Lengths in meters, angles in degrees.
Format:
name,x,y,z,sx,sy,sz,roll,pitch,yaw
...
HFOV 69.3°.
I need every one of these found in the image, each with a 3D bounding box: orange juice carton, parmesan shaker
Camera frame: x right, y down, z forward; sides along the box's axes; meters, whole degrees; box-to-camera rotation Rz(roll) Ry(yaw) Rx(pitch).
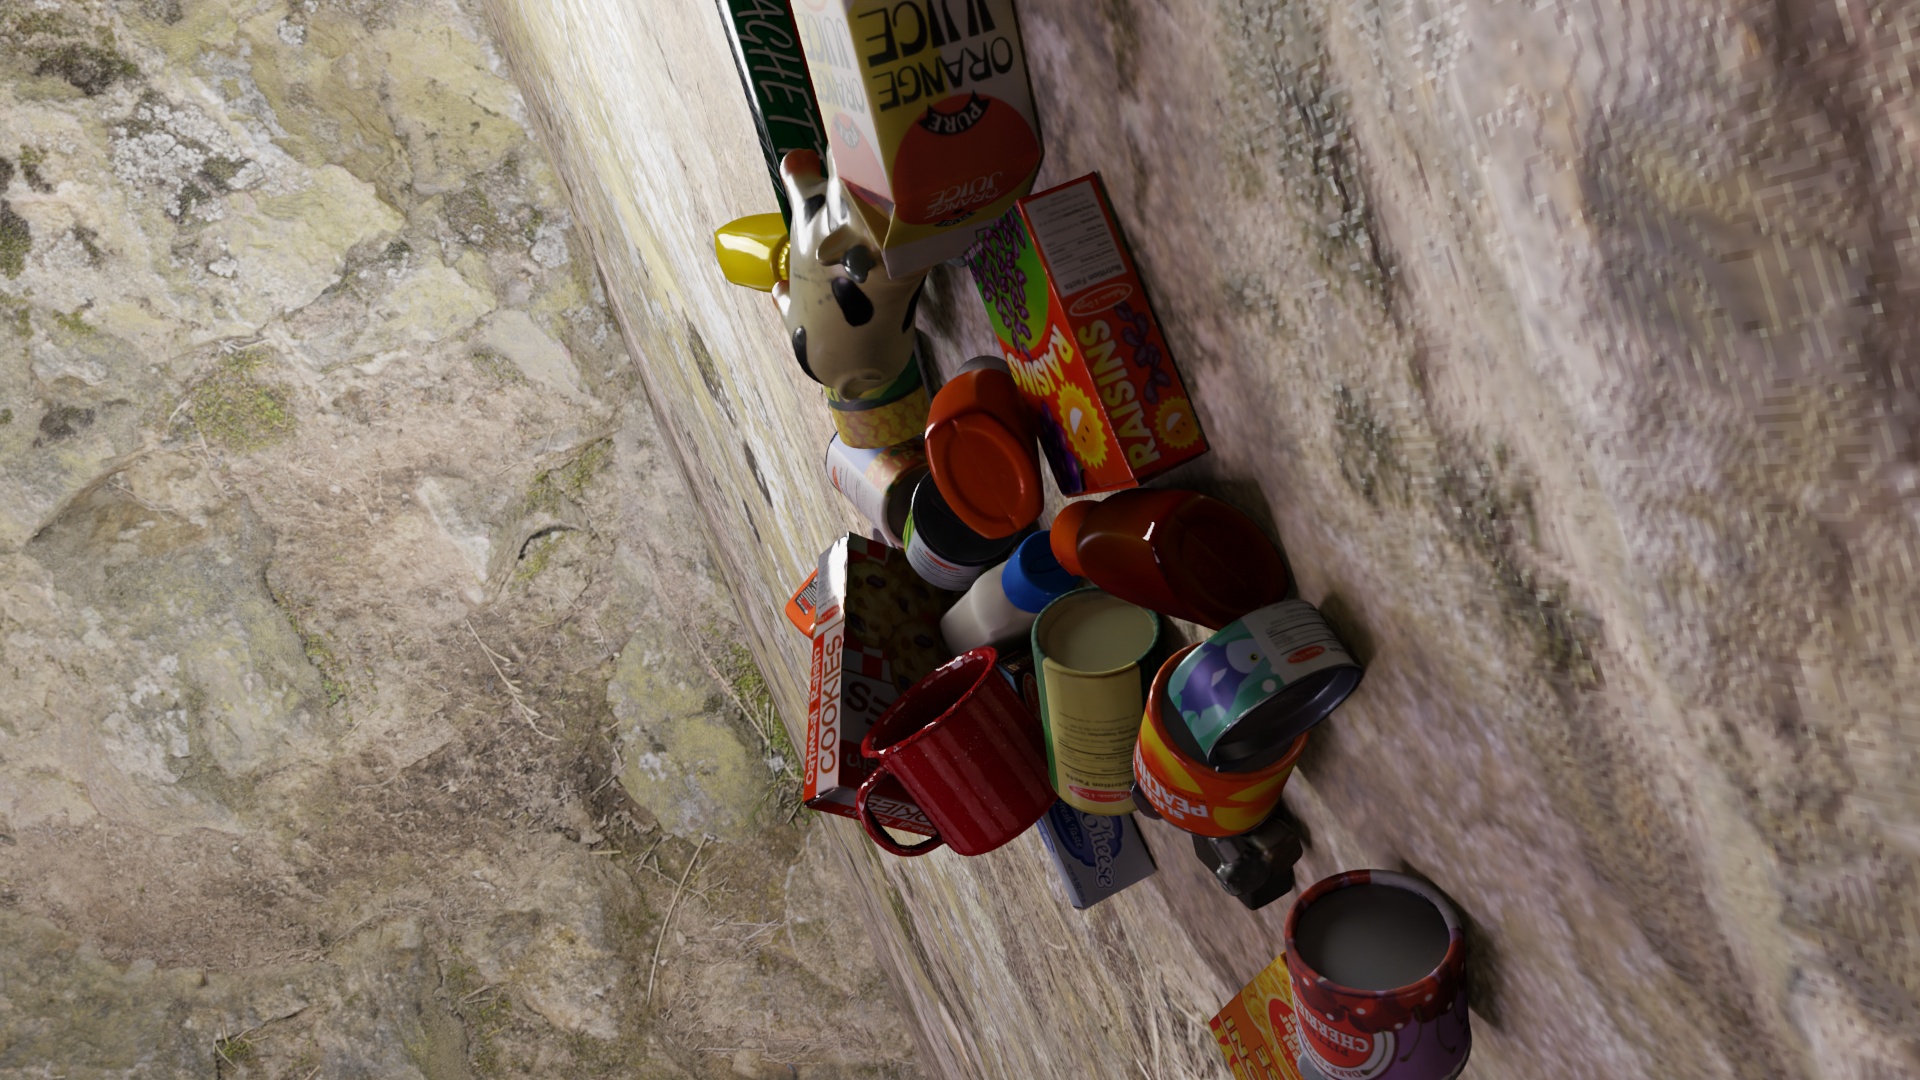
name,x,y,z,sx,sy,sz,roll,pitch,yaw
orange juice carton,-0.022,-0.211,0.589,0.073,0.072,0.191,42,151,58
parmesan shaker,0.076,0.081,0.704,0.071,0.071,0.102,51,157,46

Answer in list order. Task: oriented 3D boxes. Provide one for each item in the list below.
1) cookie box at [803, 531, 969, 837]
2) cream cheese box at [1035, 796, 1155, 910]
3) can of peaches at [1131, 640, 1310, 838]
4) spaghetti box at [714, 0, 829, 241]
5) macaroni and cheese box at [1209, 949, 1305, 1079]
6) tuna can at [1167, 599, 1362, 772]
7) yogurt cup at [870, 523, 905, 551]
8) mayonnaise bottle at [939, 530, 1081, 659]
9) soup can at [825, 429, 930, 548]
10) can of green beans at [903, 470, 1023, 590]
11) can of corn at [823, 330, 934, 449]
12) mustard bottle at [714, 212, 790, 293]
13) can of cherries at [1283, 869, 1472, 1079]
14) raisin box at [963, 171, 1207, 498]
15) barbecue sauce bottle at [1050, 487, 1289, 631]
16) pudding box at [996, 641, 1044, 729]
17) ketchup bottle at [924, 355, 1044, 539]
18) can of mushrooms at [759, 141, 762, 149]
name,x,y,z,sx,sy,sz,roll,pitch,yaw
cookie box,-0.030,0.091,0.847,0.040,0.123,0.168,-35,44,43
cream cheese box,0.074,0.168,0.855,0.104,0.053,0.024,65,163,6
can of peaches,0.107,0.084,0.582,0.071,0.071,0.057,58,162,30
spaghetti box,-0.096,-0.247,0.836,0.029,0.050,0.249,34,144,60
macaroni and cheese box,0.178,0.262,0.657,0.124,0.040,0.165,61,164,25
tuna can,0.112,0.055,0.523,0.033,0.071,0.070,60,164,28
yogurt cup,-0.024,0.009,0.956,0.072,0.054,0.072,58,163,30
mayonnaise bottle,0.032,0.033,0.790,0.147,0.065,0.041,125,124,-68
soup can,-0.039,-0.042,0.912,0.084,0.071,0.071,42,151,48
can of green beans,0.001,-0.009,0.819,0.071,0.071,0.057,63,165,12
can of corn,-0.055,-0.096,0.874,0.071,0.071,0.058,41,151,58
mustard bottle,-0.125,-0.200,0.983,0.160,0.065,0.048,34,140,58
can of cherries,0.158,0.171,0.531,0.071,0.072,0.058,43,152,56
raisin box,0.050,-0.083,0.592,0.123,0.040,0.086,67,164,-4
barbecue sauce bottle,0.080,0.004,0.599,0.065,0.044,0.148,43,172,-15
pudding box,0.057,0.099,0.819,0.030,0.050,0.083,33,144,61
ketchup bottle,0.013,-0.054,0.665,0.064,0.043,0.149,59,-168,-17
can of mushrooms,-0.103,-0.252,0.886,0.071,0.033,0.070,59,163,30
